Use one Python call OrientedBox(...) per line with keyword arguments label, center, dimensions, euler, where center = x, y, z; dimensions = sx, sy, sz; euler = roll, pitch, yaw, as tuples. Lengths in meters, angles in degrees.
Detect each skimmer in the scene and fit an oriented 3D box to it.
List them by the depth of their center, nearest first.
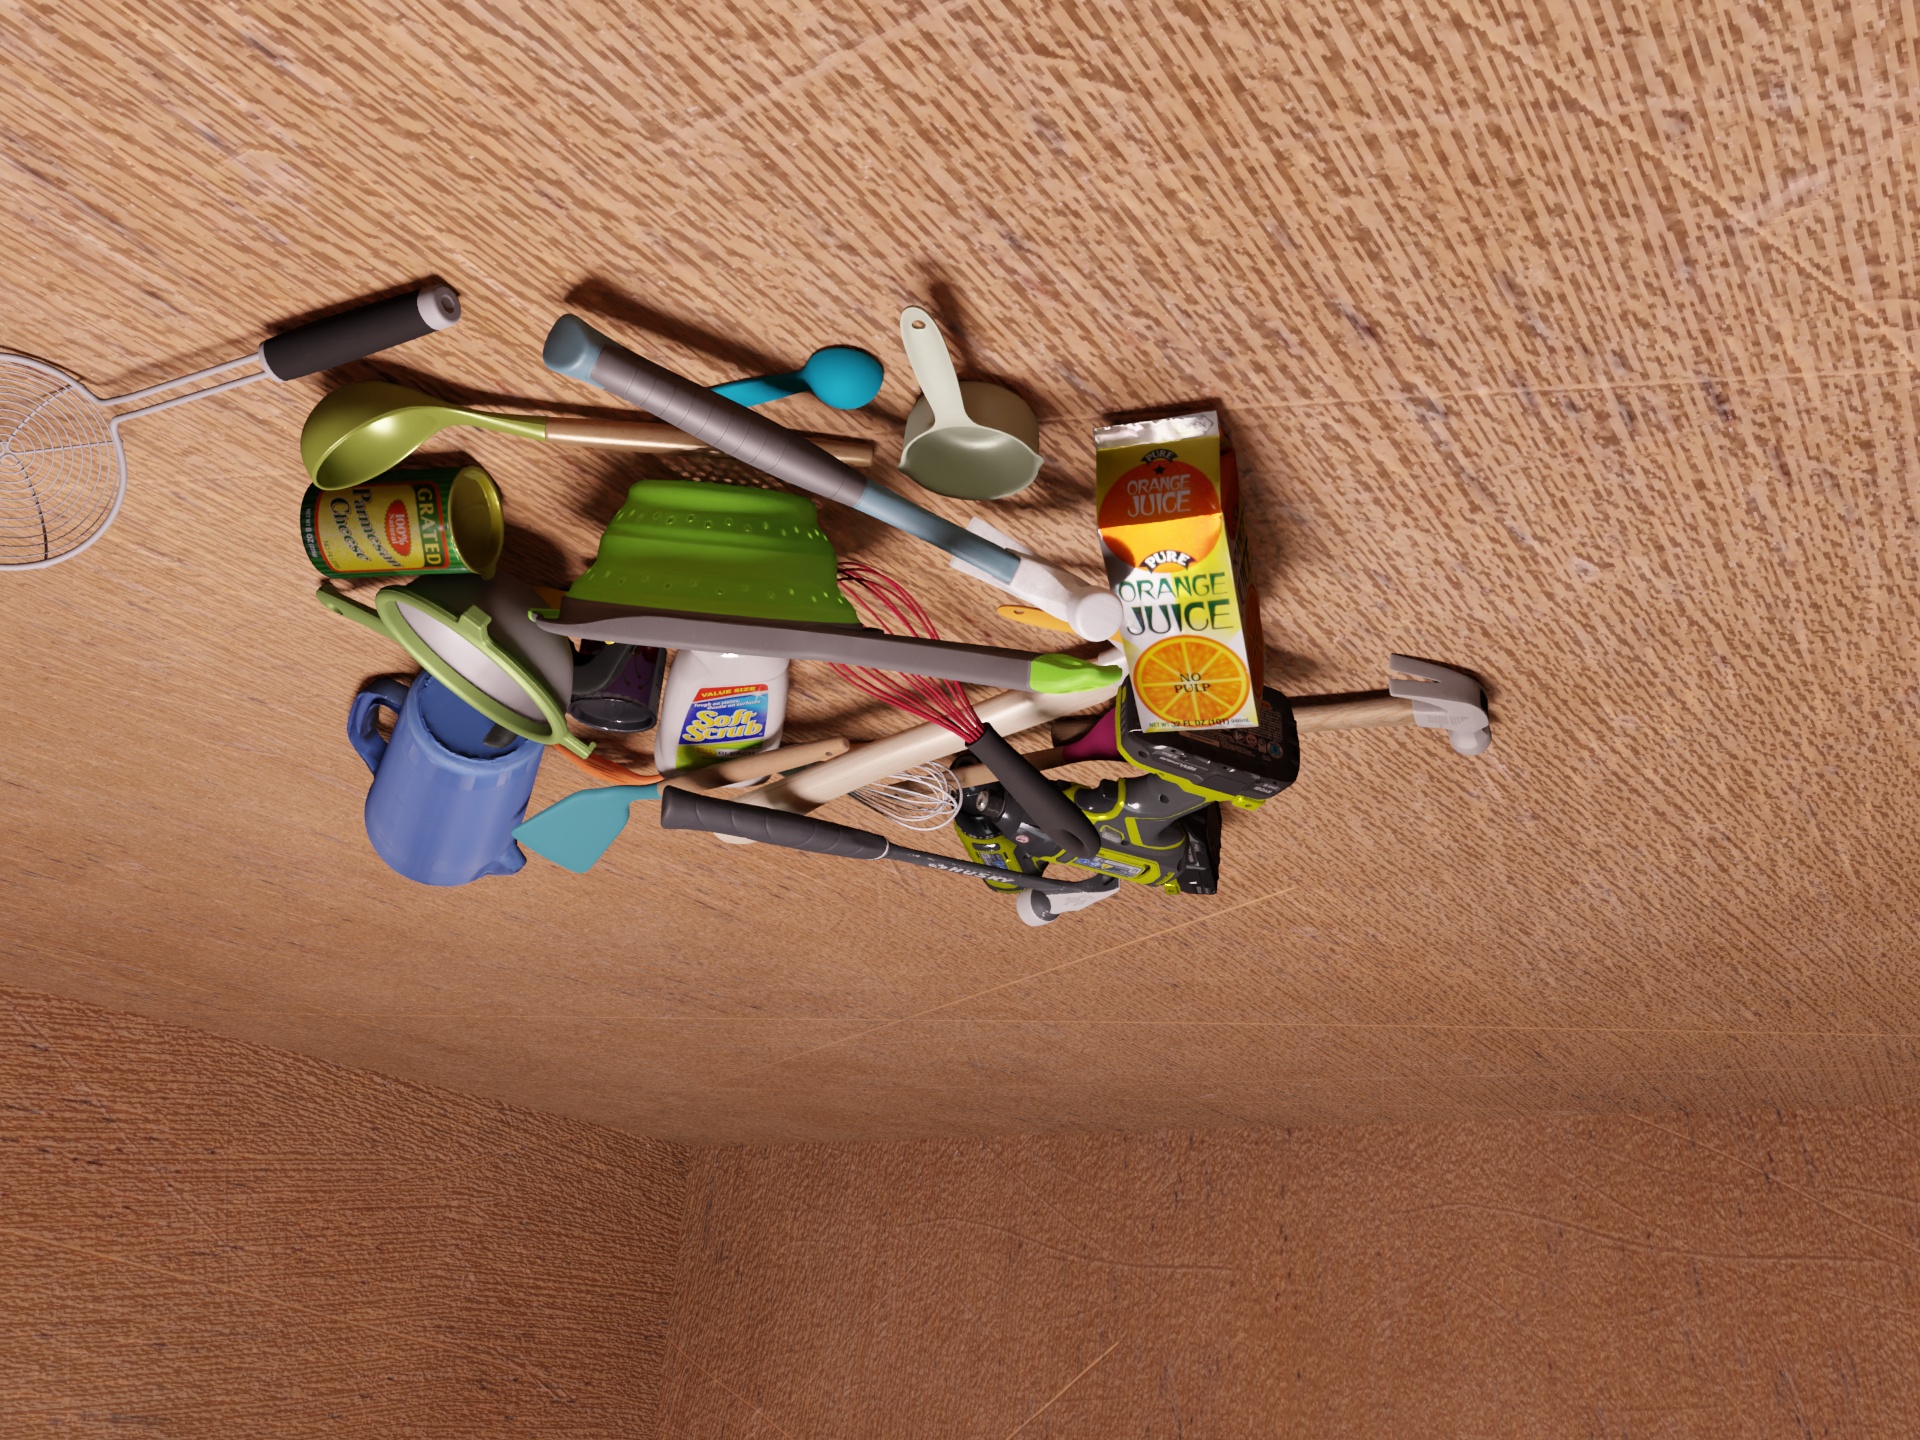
OrientedBox(label="skimmer", center=(-0.434, -0.169, 0.865), dimensions=(0.363, 0.090, 0.127), euler=(-9, 122, 24))

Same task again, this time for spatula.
OrientedBox(label="spatula", center=(-0.214, 0.059, 1.242), dimensions=(0.317, 0.044, 0.082), euler=(-15, 142, 32))
OrientedBox(label="spatula", center=(-0.199, 0.032, 1.379), dimensions=(0.322, 0.041, 0.081), euler=(-6, 154, 14))

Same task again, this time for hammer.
OrientedBox(label="hammer", center=(-0.068, -0.131, 0.867), dimensions=(0.330, 0.033, 0.128), euler=(24, -173, -24))
OrientedBox(label="hammer", center=(-0.032, 0.013, 1.198), dimensions=(0.410, 0.038, 0.146), euler=(-21, 146, 26))
OrientedBox(label="hammer", center=(0.229, 0.000, 1.217), dimensions=(0.331, 0.031, 0.130), euler=(-5, 155, 21))
OrientedBox(label="hammer", center=(-0.052, 0.106, 1.278), dimensions=(0.408, 0.036, 0.149), euler=(15, 155, -31))

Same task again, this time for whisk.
OrientedBox(label="whisk", center=(-0.002, -0.003, 1.090), dimensions=(0.295, 0.073, 0.073), euler=(45, 140, -20))
OrientedBox(label="whisk", center=(-0.115, 0.042, 1.314), dimensions=(0.246, 0.059, 0.057), euler=(12, 162, 15))

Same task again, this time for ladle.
OrientedBox(label="ladle", center=(-0.210, -0.152, 0.910), dimensions=(0.320, 0.062, 0.078), euler=(4, 174, -6))

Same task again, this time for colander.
OrientedBox(label="colander", center=(-0.080, -0.081, 0.895), dimensions=(0.397, 0.094, 0.204), euler=(9, -174, 37))

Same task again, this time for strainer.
OrientedBox(label="strainer", center=(-0.346, -0.071, 1.081), dimensions=(0.256, 0.069, 0.151), euler=(21, 154, 34))

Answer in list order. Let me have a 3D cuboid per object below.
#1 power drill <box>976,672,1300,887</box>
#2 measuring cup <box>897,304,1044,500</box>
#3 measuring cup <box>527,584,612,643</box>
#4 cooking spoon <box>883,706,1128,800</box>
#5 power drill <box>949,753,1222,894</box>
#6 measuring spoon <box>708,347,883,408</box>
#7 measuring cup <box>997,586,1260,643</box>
OrientedBox(label="power drill", center=(0.127, 0.046, 1.164), dimensions=(0.171, 0.080, 0.223), euler=(16, 147, -20))
OrientedBox(label="measuring cup", center=(-0.004, -0.176, 0.843), dimensions=(0.083, 0.038, 0.167), euler=(-2, 154, 14))
OrientedBox(label="measuring cup", center=(-0.275, -0.089, 1.086), dimensions=(0.156, 0.062, 0.029), euler=(7, 146, 21))
OrientedBox(label="cooking spoon", center=(0.064, 0.033, 1.266), dimensions=(0.319, 0.017, 0.068), euler=(-13, 121, 36))
OrientedBox(label="power drill", center=(0.105, 0.088, 1.386), dimensions=(0.228, 0.080, 0.190), euler=(0, 148, 16))
OrientedBox(label="measuring spoon", center=(-0.102, -0.176, 0.876), dimensions=(0.128, 0.021, 0.042), euler=(-7, 154, 24))
OrientedBox(label="measuring cup", center=(0.111, -0.078, 1.033), dimensions=(0.173, 0.052, 0.095), euler=(9, 156, -6))
